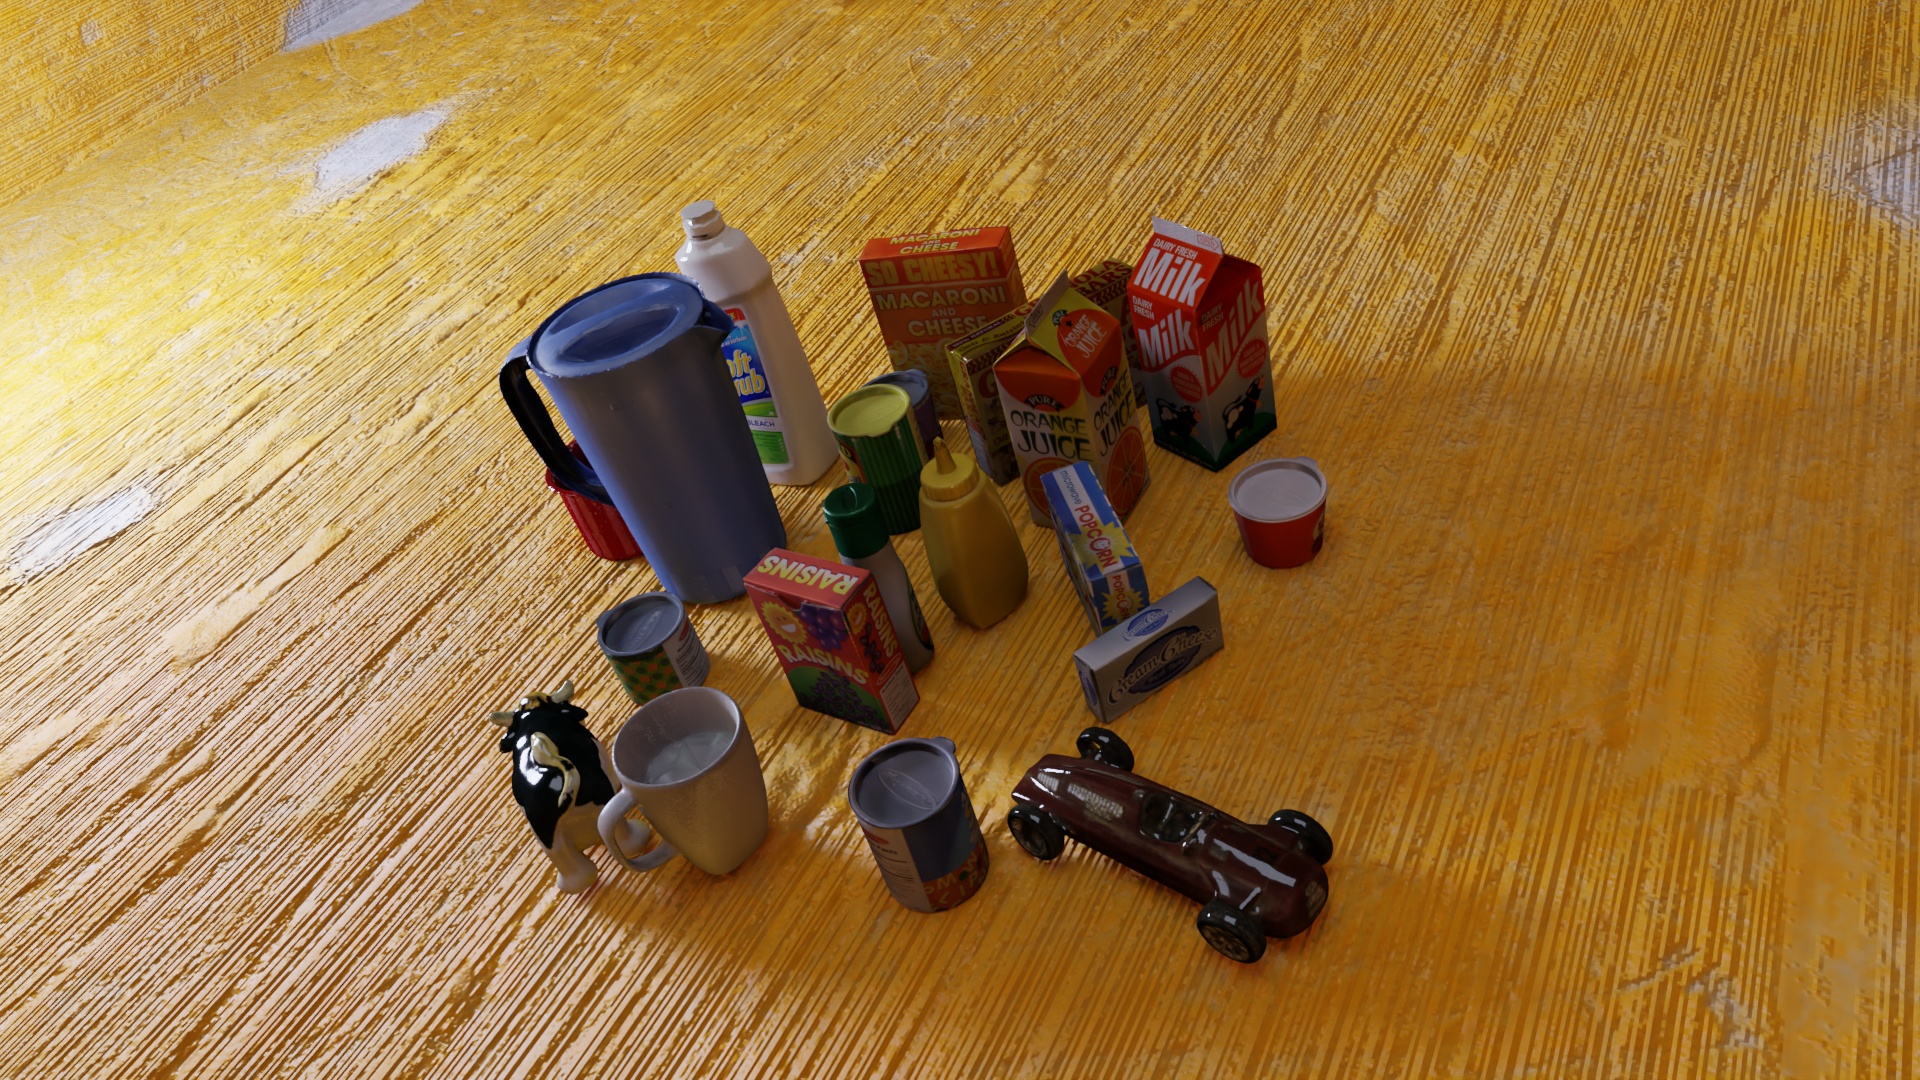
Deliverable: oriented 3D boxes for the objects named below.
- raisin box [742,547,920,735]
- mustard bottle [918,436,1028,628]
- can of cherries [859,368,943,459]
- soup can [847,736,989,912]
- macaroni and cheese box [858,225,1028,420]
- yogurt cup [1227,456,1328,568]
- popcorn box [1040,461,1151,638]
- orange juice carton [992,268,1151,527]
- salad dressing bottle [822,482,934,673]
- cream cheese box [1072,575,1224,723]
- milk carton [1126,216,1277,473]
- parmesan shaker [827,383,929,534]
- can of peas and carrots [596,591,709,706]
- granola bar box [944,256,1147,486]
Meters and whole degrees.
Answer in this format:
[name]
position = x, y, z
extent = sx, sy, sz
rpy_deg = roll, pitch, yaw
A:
[raisin box]
position = -0.086, 0.068, 0.933
extent = 0.086, 0.122, 0.040
rpy_deg = 13, 47, 33
[mustard bottle]
position = 0.003, -0.012, 0.968
extent = 0.065, 0.159, 0.049
rpy_deg = -38, 43, -24
[can of cherries]
position = -0.050, -0.103, 1.179
extent = 0.071, 0.058, 0.072
rpy_deg = -10, 39, 8
[soup can]
position = -0.021, 0.167, 0.822
extent = 0.071, 0.083, 0.072
rpy_deg = -10, 39, 8
[macaroni and cheese box]
position = -0.003, -0.179, 1.168
extent = 0.124, 0.165, 0.040
rpy_deg = -1, 41, 19
[yogurt cup]
position = 0.226, -0.017, 0.979
extent = 0.072, 0.053, 0.073
rpy_deg = -10, 39, 8
[popcorn box]
position = 0.096, 0.015, 0.962
extent = 0.038, 0.084, 0.127
rpy_deg = -18, 38, -1
[orange juice carton]
position = 0.081, -0.100, 1.020
extent = 0.073, 0.191, 0.072
rpy_deg = 10, 46, 30
[salad dressing bottle]
position = -0.056, 0.028, 0.952
extent = 0.044, 0.147, 0.064
rpy_deg = -17, 38, 0
[cream cheese box]
position = 0.125, 0.072, 0.908
extent = 0.104, 0.053, 0.024
rpy_deg = -30, 40, -16
[milk carton]
position = 0.182, -0.154, 1.050
extent = 0.074, 0.189, 0.072
rpy_deg = -36, 42, -22
[parmesan shaker]
position = -0.058, -0.061, 1.096
extent = 0.071, 0.102, 0.072
rpy_deg = -10, 39, 9
[can of peas and carrots]
position = -0.227, 0.081, 1.022
extent = 0.071, 0.058, 0.071
rpy_deg = -10, 39, 8
[granola bar box]
position = 0.077, -0.137, 1.121
extent = 0.166, 0.123, 0.039
rpy_deg = -30, 40, -16
